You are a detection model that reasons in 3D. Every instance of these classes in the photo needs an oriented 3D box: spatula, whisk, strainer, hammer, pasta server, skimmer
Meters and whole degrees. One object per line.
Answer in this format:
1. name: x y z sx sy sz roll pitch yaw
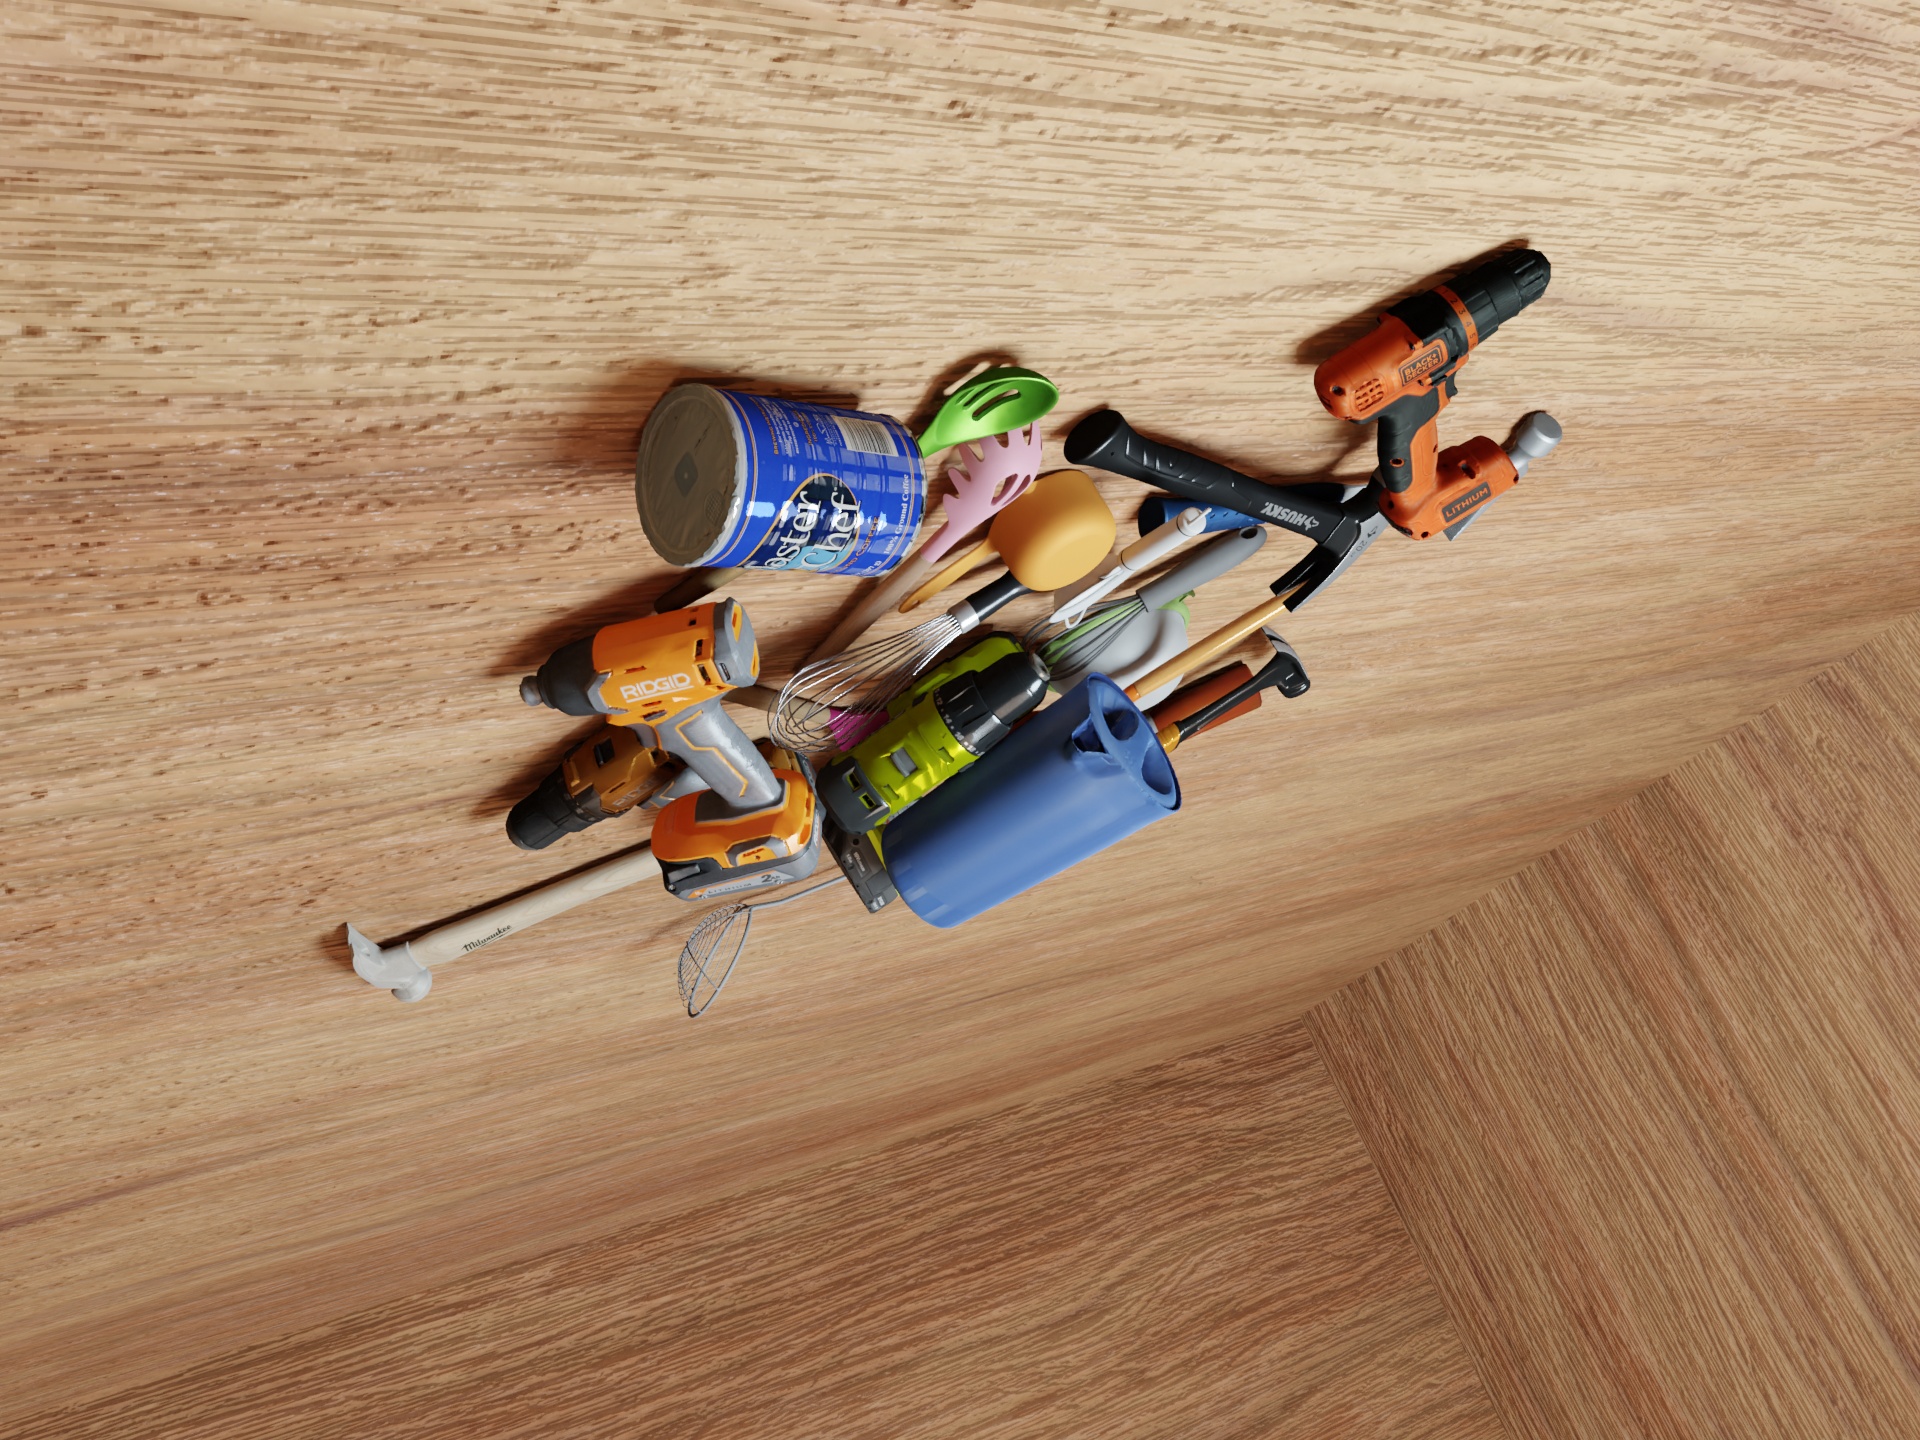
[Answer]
1. spatula: 0.172 -0.043 1.384 0.322 0.041 0.081 -31 119 8
2. whisk: 0.155 -0.103 1.355 0.239 0.055 0.055 -29 157 2
3. strainer: 0.156 -0.024 1.492 0.151 0.069 0.256 -22 156 -4
4. strainer: 0.126 -0.123 1.210 0.087 0.050 0.258 -30 -179 -23
5. hammer: -0.339 0.147 1.434 0.410 0.038 0.146 -21 156 -7
6. whisk: -0.025 -0.063 1.212 0.284 0.070 0.070 -34 159 -11
7. pasta server: -0.041 -0.114 1.162 0.060 0.040 0.316 -3 154 -41
8. hammer: 0.189 0.027 1.575 0.337 0.034 0.127 -34 151 10
9. hammer: 0.203 -0.169 1.202 0.334 0.035 0.146 9 127 -41
10. hammer: 0.322 -0.186 1.340 0.405 0.035 0.144 -11 154 -28
11. skimmer: -0.134 0.201 1.686 0.363 0.090 0.127 -22 -170 -12

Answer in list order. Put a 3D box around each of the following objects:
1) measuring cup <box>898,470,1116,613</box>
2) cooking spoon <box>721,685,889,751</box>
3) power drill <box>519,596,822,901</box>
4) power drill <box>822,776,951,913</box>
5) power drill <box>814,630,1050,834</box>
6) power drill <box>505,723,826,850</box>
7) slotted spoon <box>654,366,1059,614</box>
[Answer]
1. measuring cup: 0.037 -0.113 1.175 0.173 0.052 0.095 -34 157 3
2. cooking spoon: -0.128 -0.009 1.315 0.068 0.017 0.318 -38 155 21
3. power drill: -0.200 0.023 1.127 0.164 0.084 0.226 -12 129 8
4. power drill: -0.021 0.066 1.467 0.223 0.080 0.171 -32 141 -9
5. power drill: -0.002 -0.004 1.244 0.190 0.080 0.228 -34 -177 16
6. power drill: -0.239 0.066 1.297 0.185 0.084 0.226 -32 152 19
7. slotted spoon: -0.077 -0.148 1.046 0.314 0.031 0.070 -29 157 17
